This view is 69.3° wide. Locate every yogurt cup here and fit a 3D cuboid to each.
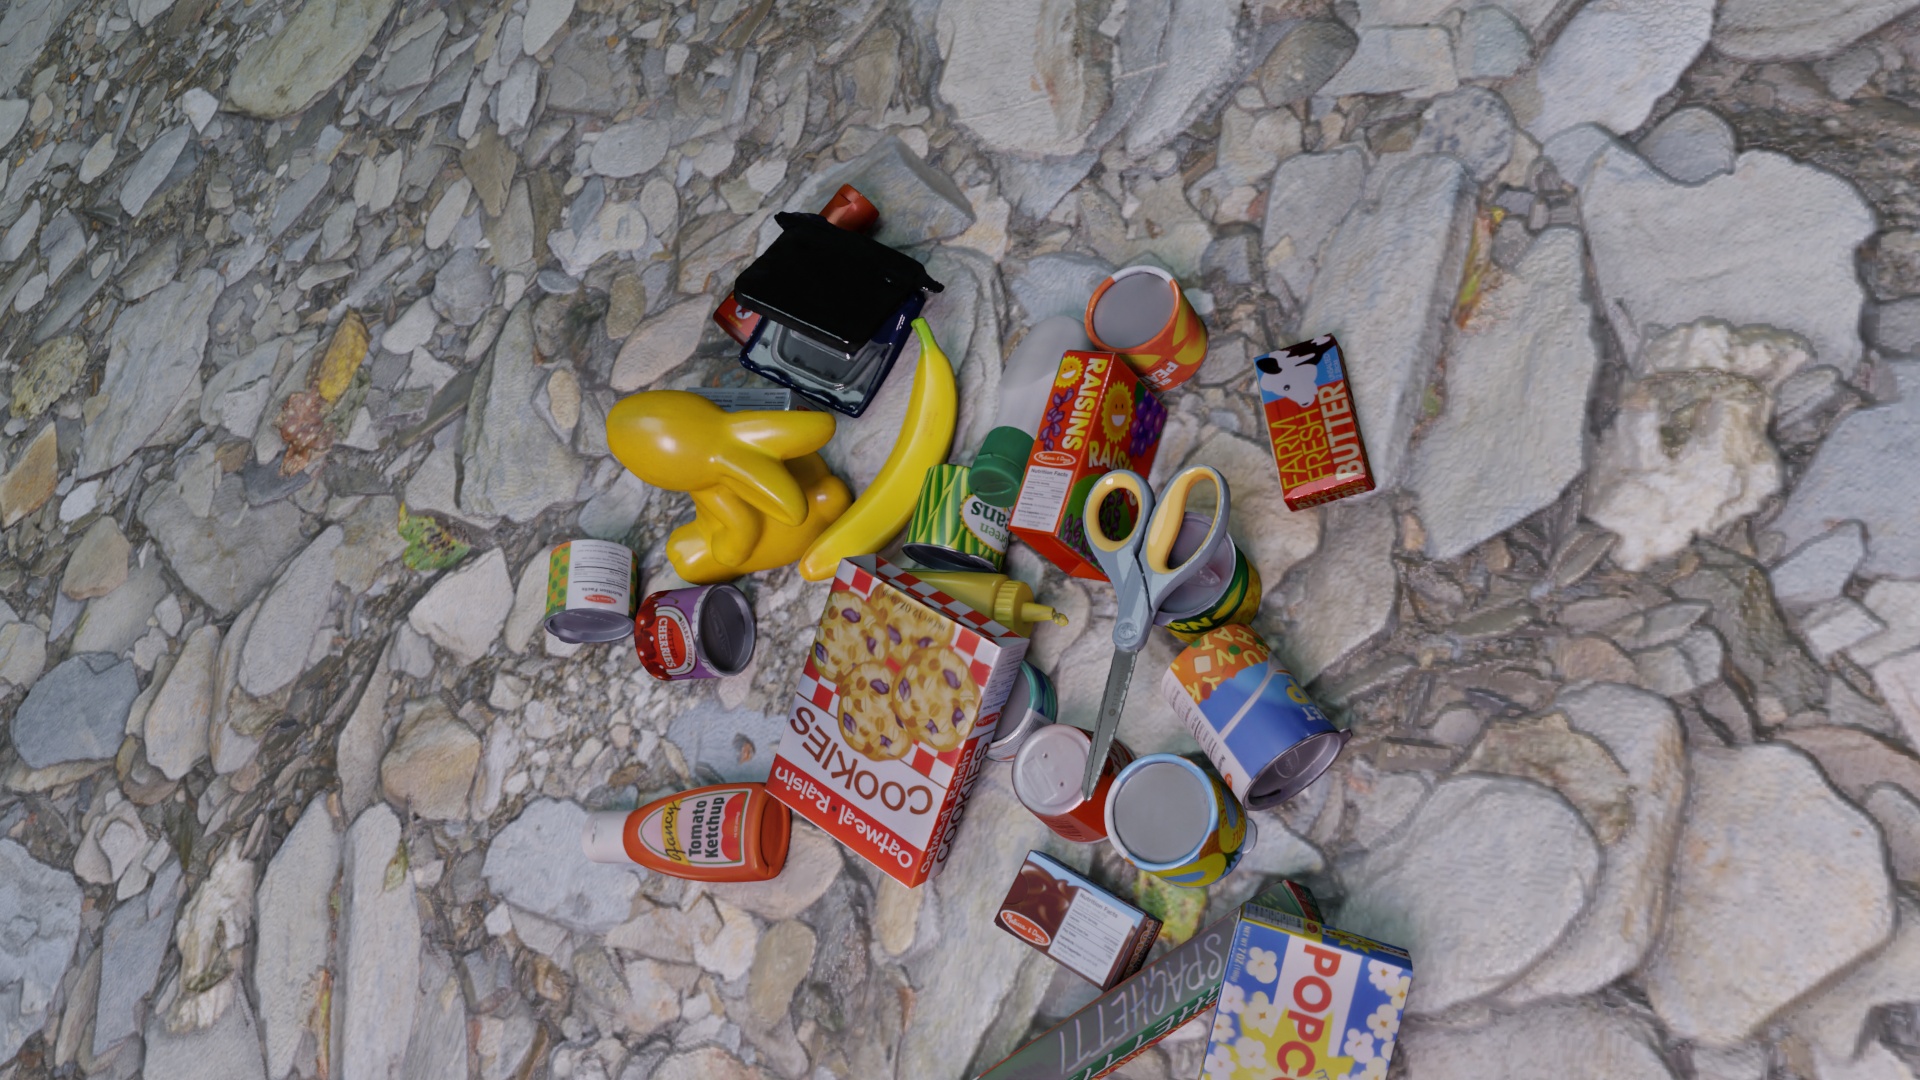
[{"bbox_3d":[0.065,0.140,0.816,0.072,0.054,0.072,-12,64,25],"label":"yogurt cup"}]

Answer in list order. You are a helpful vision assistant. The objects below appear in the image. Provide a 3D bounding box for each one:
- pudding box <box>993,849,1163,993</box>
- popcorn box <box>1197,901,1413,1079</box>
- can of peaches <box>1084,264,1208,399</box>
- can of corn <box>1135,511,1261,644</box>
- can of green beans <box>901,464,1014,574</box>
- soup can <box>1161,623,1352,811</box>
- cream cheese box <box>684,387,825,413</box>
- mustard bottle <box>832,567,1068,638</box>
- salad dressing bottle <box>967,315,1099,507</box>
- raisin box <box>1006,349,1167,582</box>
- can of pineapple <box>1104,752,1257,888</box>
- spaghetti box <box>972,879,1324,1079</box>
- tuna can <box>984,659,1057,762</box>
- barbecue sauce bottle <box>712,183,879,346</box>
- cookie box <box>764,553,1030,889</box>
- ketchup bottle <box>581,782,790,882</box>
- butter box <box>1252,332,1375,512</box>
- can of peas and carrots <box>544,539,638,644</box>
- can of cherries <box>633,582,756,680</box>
[{"bbox_3d":[0.067,0.218,0.796,0.084,0.030,0.050,23,82,34],"label":"pudding box"},{"bbox_3d":[0.166,0.253,0.686,0.085,0.038,0.126,14,93,13],"label":"popcorn box"},{"bbox_3d":[0.121,-0.135,0.904,0.071,0.058,0.071,-11,63,24],"label":"can of peaches"},{"bbox_3d":[0.138,0.026,0.823,0.071,0.058,0.071,-11,64,24],"label":"can of corn"},{"bbox_3d":[0.001,-0.012,0.911,0.071,0.071,0.058,8,73,31],"label":"can of green beans"},{"bbox_3d":[0.164,0.096,0.775,0.071,0.071,0.084,-40,55,8],"label":"soup can"},{"bbox_3d":[-0.154,-0.094,1.041,0.104,0.053,0.024,4,73,30],"label":"cream cheese box"},{"bbox_3d":[-0.004,0.043,0.893,0.160,0.065,0.049,2,85,25],"label":"mustard bottle"},{"bbox_3d":[0.046,-0.084,0.898,0.064,0.044,0.148,-8,41,37],"label":"salad dressing bottle"},{"bbox_3d":[0.081,-0.046,0.870,0.040,0.086,0.123,9,74,37],"label":"raisin box"},{"bbox_3d":[0.122,0.156,0.775,0.071,0.057,0.071,-11,64,24],"label":"can of pineapple"},{"bbox_3d":[0.086,0.263,0.753,0.250,0.050,0.029,-36,58,10],"label":"spaghetti box"},{"bbox_3d":[0.023,0.101,0.870,0.071,0.032,0.071,-11,64,24],"label":"tuna can"},{"bbox_3d":[-0.124,-0.210,1.081,0.148,0.043,0.065,-49,61,1],"label":"barbecue sauce bottle"},{"bbox_3d":[-0.042,0.109,0.853,0.123,0.040,0.167,28,108,27],"label":"cookie box"},{"bbox_3d":[-0.187,0.198,0.937,0.148,0.043,0.065,-8,66,27],"label":"ketchup bottle"},{"bbox_3d":[0.214,-0.071,0.845,0.053,0.024,0.104,-17,61,22],"label":"butter box"},{"bbox_3d":[-0.278,0.039,1.044,0.071,0.071,0.059,-15,62,23],"label":"can of peas and carrots"},{"bbox_3d":[-0.188,0.065,0.979,0.058,0.071,0.072,-7,66,27],"label":"can of cherries"}]
